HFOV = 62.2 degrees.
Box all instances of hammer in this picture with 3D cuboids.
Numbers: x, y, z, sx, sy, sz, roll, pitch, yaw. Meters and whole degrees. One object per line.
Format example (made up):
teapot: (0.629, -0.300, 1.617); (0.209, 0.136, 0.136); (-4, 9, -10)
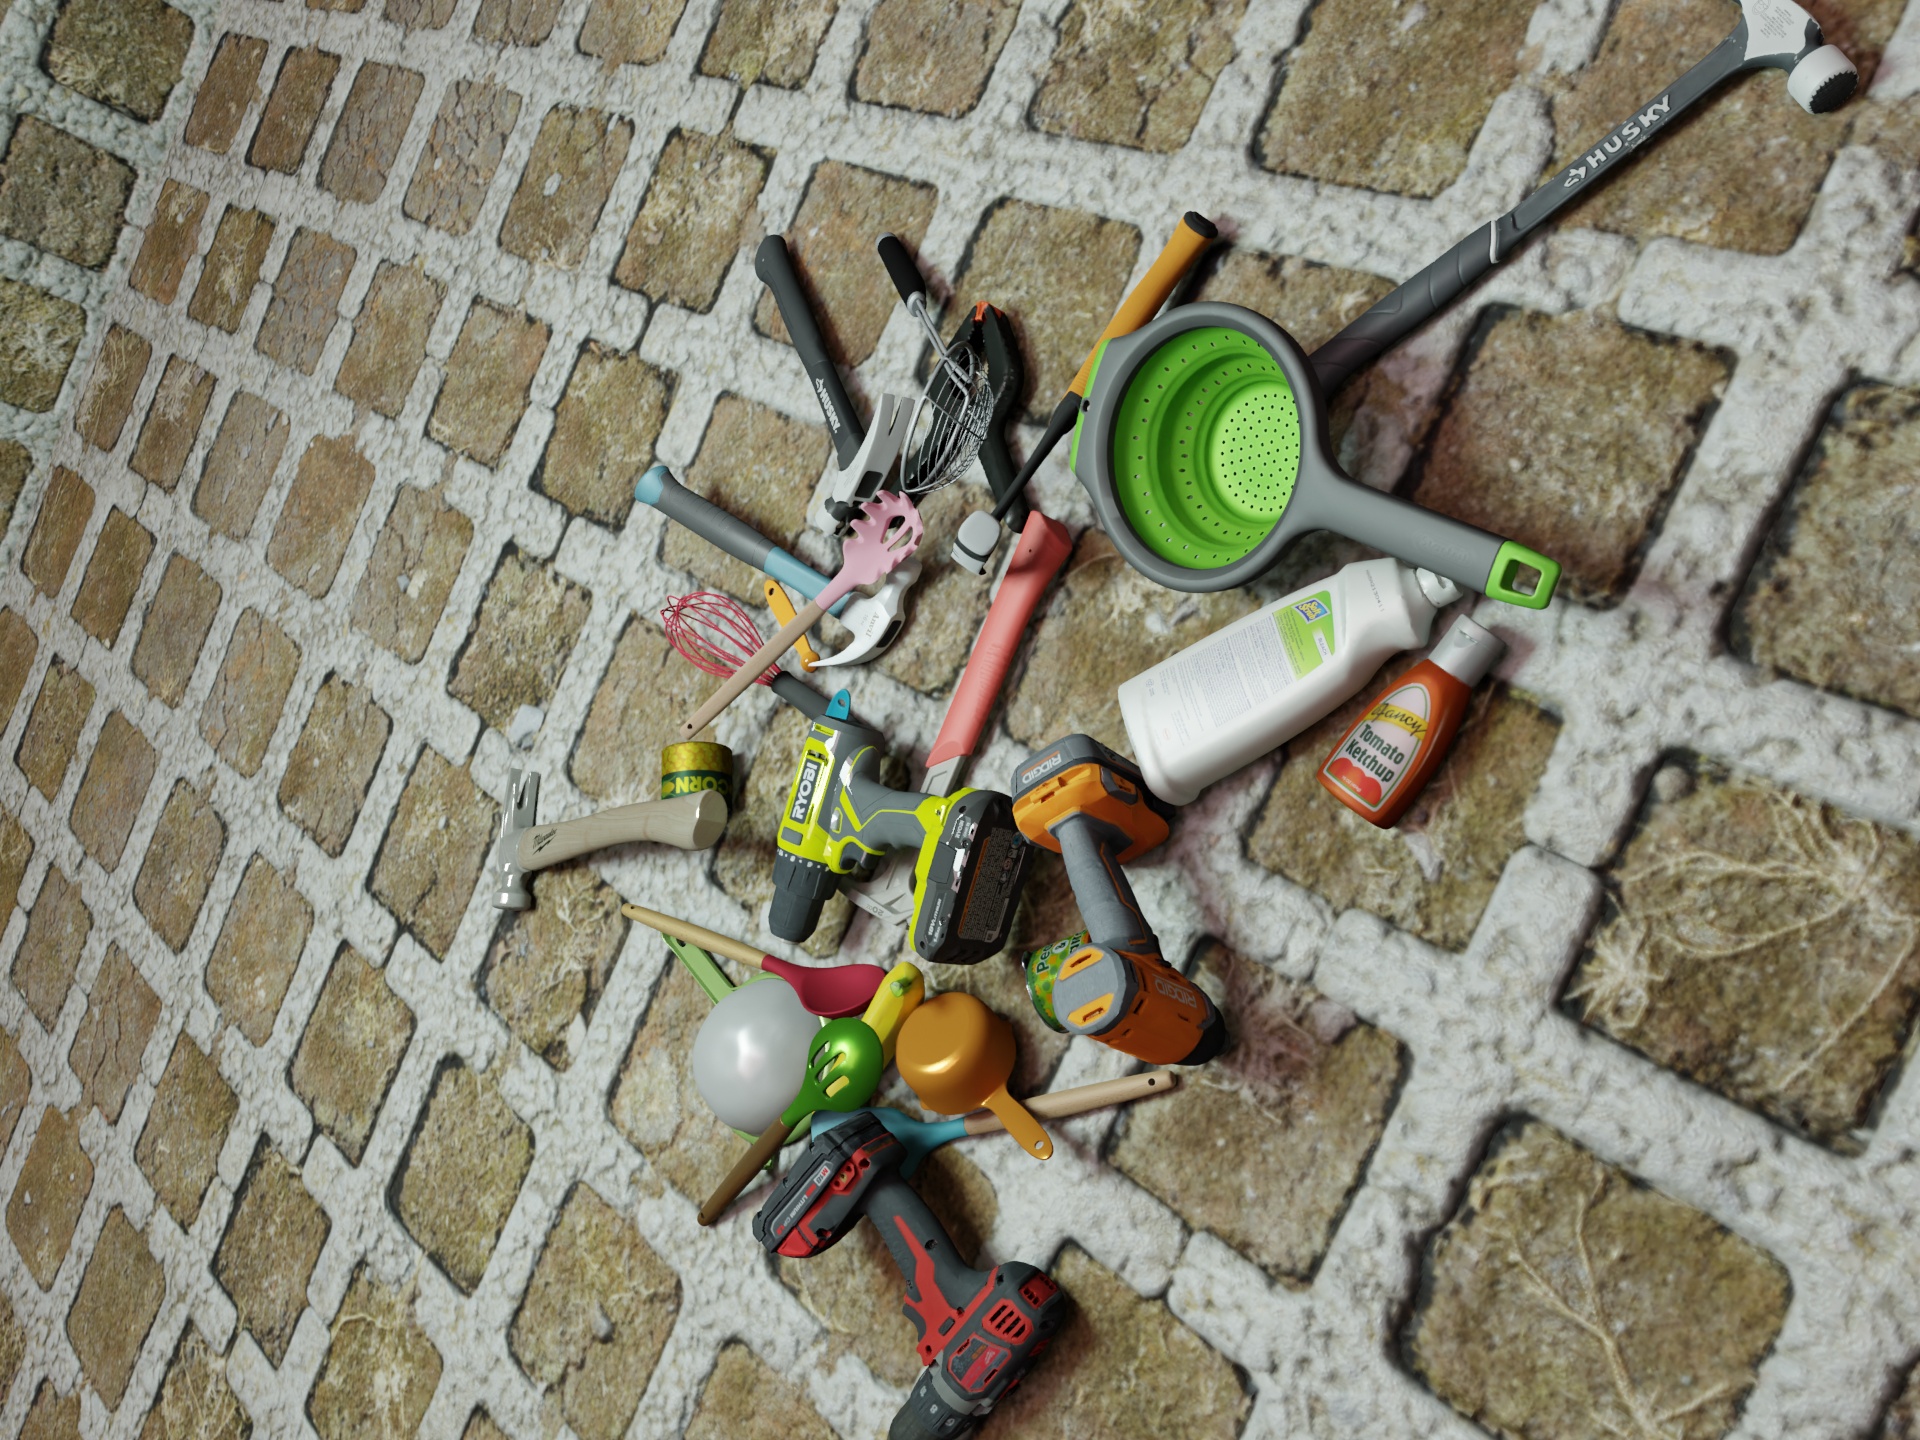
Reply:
hammer: (-0.182, -0.155, 1.465); (0.331, 0.033, 0.128); (32, 107, 29)
hammer: (0.098, -0.261, 1.265); (0.034, 0.127, 0.337); (35, 86, -1)
hammer: (-0.002, -0.004, 1.322); (0.149, 0.036, 0.359); (26, 95, 39)
hammer: (0.387, -0.351, 1.107); (0.409, 0.036, 0.149); (-36, 58, 26)
hammer: (-0.338, 0.095, 1.500); (0.411, 0.038, 0.146); (-13, 70, 49)
hammer: (-0.133, -0.343, 1.496); (0.146, 0.035, 0.335); (-51, 48, 38)

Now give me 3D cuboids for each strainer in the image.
strainer: (-0.212, 0.259, 1.396); (0.257, 0.069, 0.151); (43, 106, 35)

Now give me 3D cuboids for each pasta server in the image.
pasta server: (-0.144, -0.084, 1.387); (0.316, 0.040, 0.060); (-41, 76, 21)

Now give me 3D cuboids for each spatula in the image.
spatula: (0.022, 0.308, 1.218); (0.317, 0.044, 0.082); (-22, 70, 31)

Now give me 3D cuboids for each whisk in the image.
whisk: (-0.176, -0.044, 1.456); (0.296, 0.073, 0.073); (34, 100, 33)

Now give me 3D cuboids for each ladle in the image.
ladle: (-0.190, 0.205, 1.395); (0.316, 0.069, 0.031); (13, 127, 36)

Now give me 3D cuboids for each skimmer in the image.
skimmer: (-0.049, -0.328, 1.362); (0.364, 0.090, 0.127); (-112, 26, -44)

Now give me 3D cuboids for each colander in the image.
colander: (0.251, -0.163, 1.104); (0.397, 0.094, 0.204); (32, 117, 40)

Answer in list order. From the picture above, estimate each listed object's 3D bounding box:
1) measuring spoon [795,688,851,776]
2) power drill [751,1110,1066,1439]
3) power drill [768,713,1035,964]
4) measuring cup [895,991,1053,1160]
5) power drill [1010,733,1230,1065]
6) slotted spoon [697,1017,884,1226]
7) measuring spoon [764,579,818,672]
measuring spoon: (-0.111, 0.019, 1.383); (0.042, 0.021, 0.128); (36, 129, 18)
power drill: (-0.050, 0.432, 1.200); (0.227, 0.080, 0.188); (41, 107, 19)
power drill: (-0.061, 0.112, 1.270); (0.229, 0.080, 0.190); (18, 93, 42)
measuring cup: (0.013, 0.267, 1.192); (0.095, 0.052, 0.174); (-42, 34, -8)
power drill: (0.120, 0.137, 1.130); (0.084, 0.164, 0.227); (-33, 48, 27)
slotted spoon: (-0.150, 0.342, 1.303); (0.070, 0.031, 0.313); (58, 132, 24)
measuring spoon: (-0.161, -0.090, 1.482); (0.021, 0.011, 0.117); (-44, 56, 21)
